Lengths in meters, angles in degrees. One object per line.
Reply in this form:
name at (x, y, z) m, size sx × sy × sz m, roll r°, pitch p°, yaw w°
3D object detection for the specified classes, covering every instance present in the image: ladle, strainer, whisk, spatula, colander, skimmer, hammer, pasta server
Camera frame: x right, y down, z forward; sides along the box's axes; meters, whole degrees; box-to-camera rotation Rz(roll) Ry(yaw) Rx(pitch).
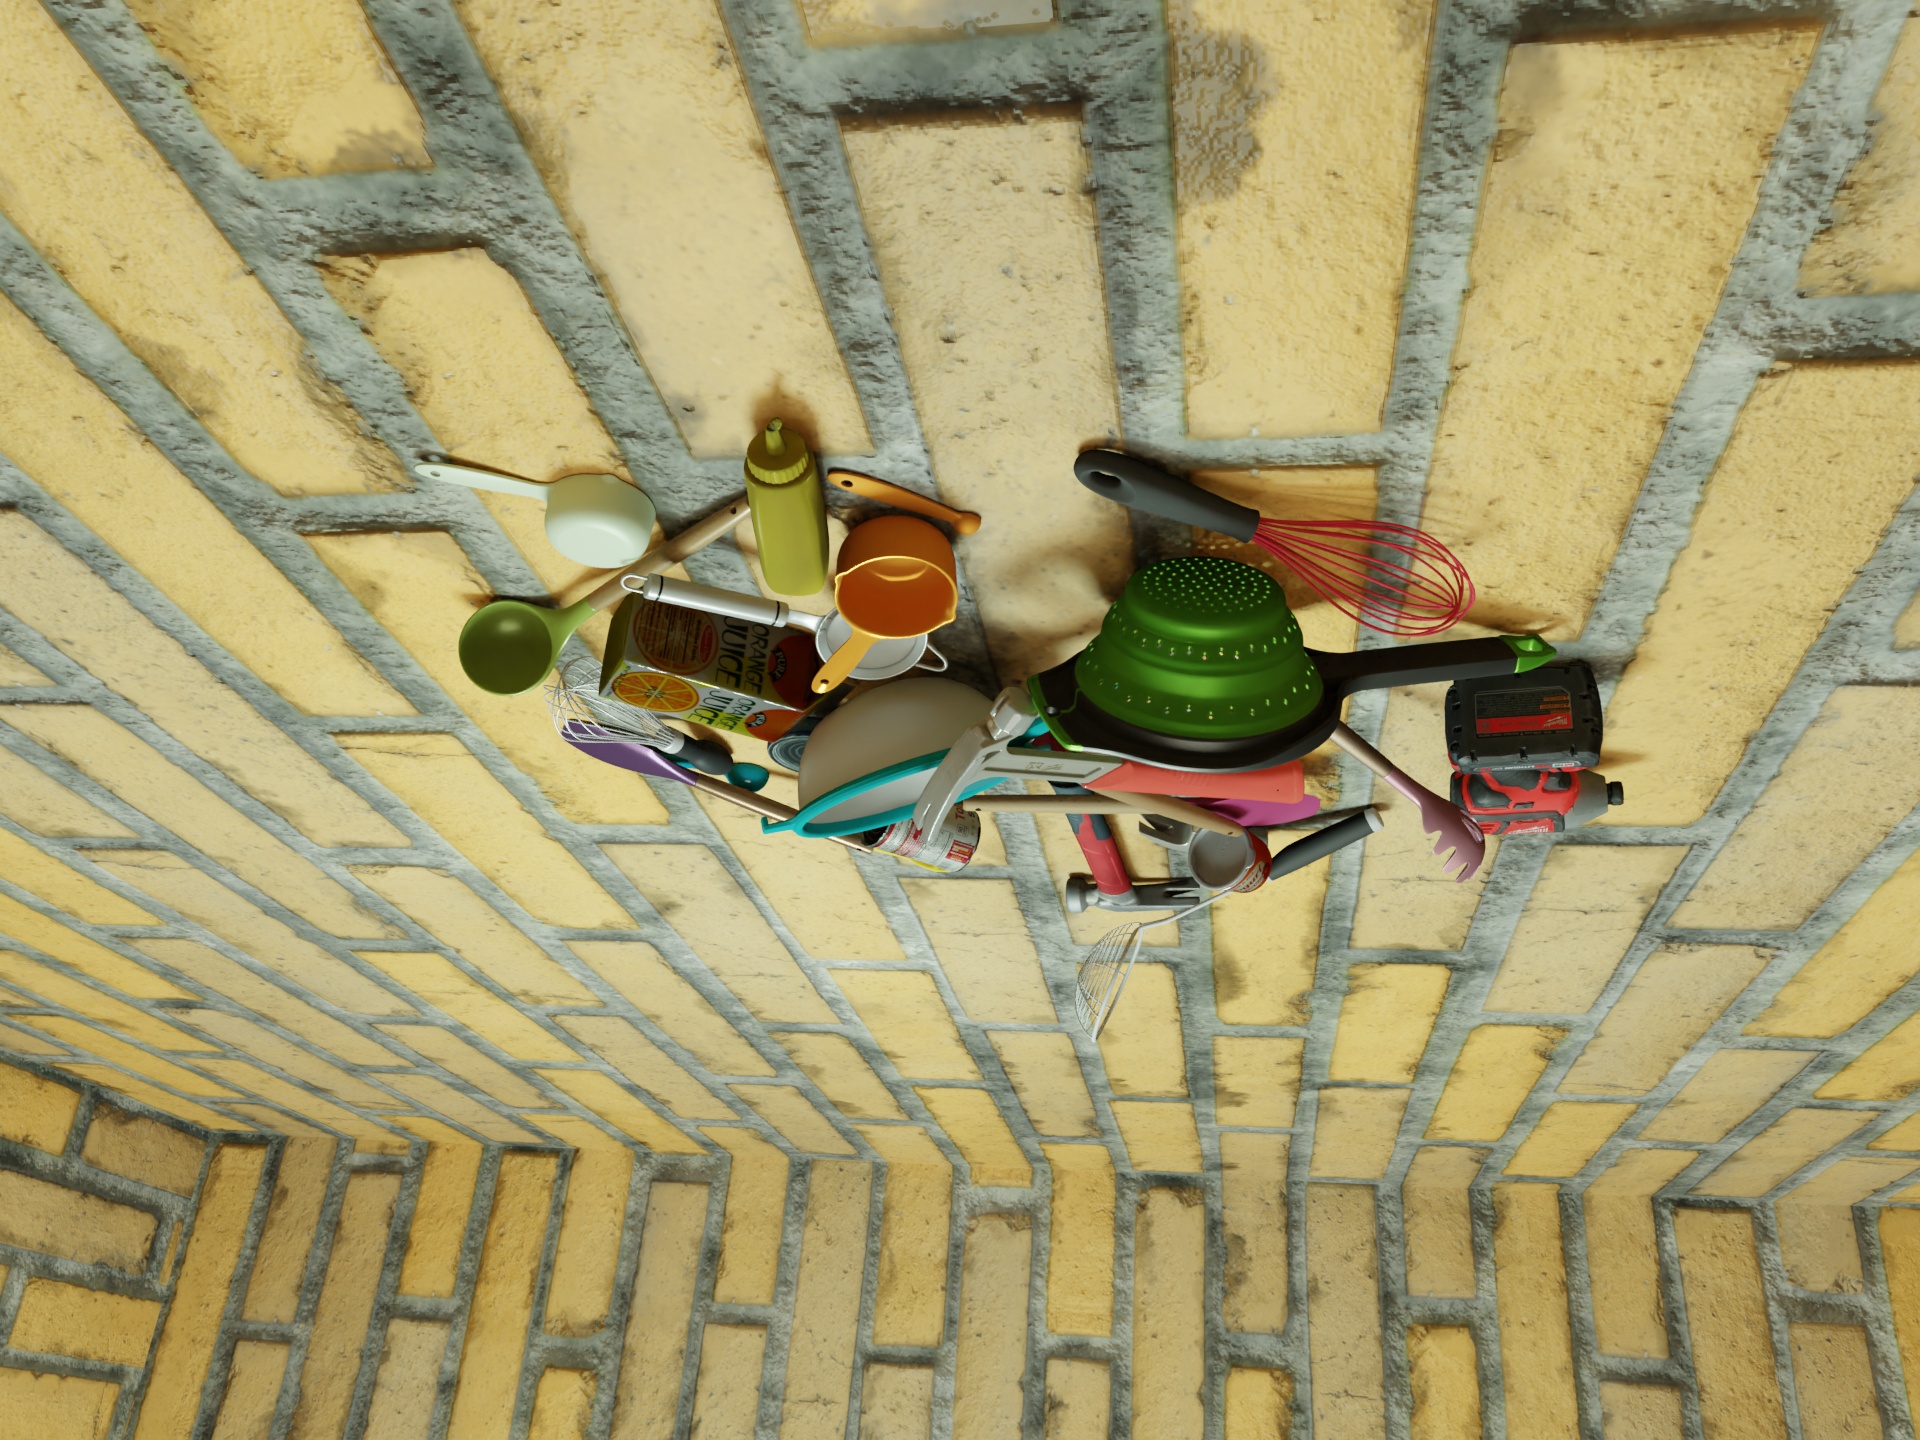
ladle at (-0.269, -0.098, 1.197) m, size 0.320 × 0.078 × 0.062 m, roll -24°, pitch 174°, yaw 37°
strainer at (-0.002, -0.004, 1.293) m, size 0.340 × 0.095 × 0.211 m, roll -27°, pitch 165°, yaw 30°
whisk at (0.213, -0.124, 1.066) m, size 0.295 × 0.073 × 0.073 m, roll 18°, pitch 151°, yaw -11°
strainer at (-0.128, -0.081, 1.193) m, size 0.258 × 0.050 × 0.086 m, roll 11°, pitch 133°, yaw -26°
spatula at (-0.228, 0.067, 1.516) m, size 0.315 × 0.018 × 0.059 m, roll 22°, pitch 147°, yaw -12°
colander at (0.248, -0.063, 1.134) m, size 0.397 × 0.205 × 0.094 m, roll -7°, pitch 120°, yaw -12°
whisk at (-0.269, 0.010, 1.378) m, size 0.070 × 0.070 × 0.284 m, roll -5°, pitch 164°, yaw 19°
skimmer at (0.263, 0.202, 1.562) m, size 0.363 × 0.090 × 0.127 m, roll -30°, pitch 179°, yaw 20°
hammer at (0.138, 0.049, 1.273) m, size 0.358 × 0.037 × 0.149 m, roll 6°, pitch 133°, yaw -36°
hammer at (0.236, 0.049, 1.431) m, size 0.130 × 0.031 × 0.331 m, roll 3°, pitch 153°, yaw 2°
pasta server at (0.320, 0.029, 1.287) m, size 0.316 × 0.060 × 0.040 m, roll 35°, pitch 128°, yaw -18°
hammer at (0.143, 0.106, 1.553) m, size 0.143 × 0.038 × 0.385 m, roll -4°, pitch 152°, yaw 14°
spatula at (0.129, 0.067, 1.343) m, size 0.317 × 0.044 × 0.082 m, roll 18°, pitch 141°, yaw -34°

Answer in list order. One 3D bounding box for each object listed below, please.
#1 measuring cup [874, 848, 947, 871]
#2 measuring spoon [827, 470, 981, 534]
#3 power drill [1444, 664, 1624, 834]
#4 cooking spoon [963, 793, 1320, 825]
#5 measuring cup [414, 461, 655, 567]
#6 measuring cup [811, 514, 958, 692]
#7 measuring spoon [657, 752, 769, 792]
measuring cup at (-0.073, 0.122, 1.647) m, size 0.156 × 0.029 × 0.062 m, roll 12°, pitch 155°, yaw 12°
measuring spoon at (-0.039, -0.149, 1.101) m, size 0.116 × 0.011 × 0.021 m, roll 16°, pitch 151°, yaw -22°
power drill at (0.476, 0.036, 1.320) m, size 0.143 × 0.079 × 0.219 m, roll -4°, pitch 155°, yaw 19°
cooking spoon at (0.162, 0.075, 1.430) m, size 0.319 × 0.017 × 0.068 m, roll 0°, pitch 152°, yaw 3°
measuring cup at (-0.300, -0.147, 1.119) m, size 0.167 × 0.038 × 0.083 m, roll 11°, pitch 153°, yaw -17°
measuring cup at (-0.067, -0.084, 1.164) m, size 0.095 × 0.052 × 0.173 m, roll 18°, pitch 140°, yaw -24°
measuring spoon at (-0.248, 0.051, 1.524) m, size 0.128 × 0.021 × 0.042 m, roll 11°, pitch 153°, yaw -14°
